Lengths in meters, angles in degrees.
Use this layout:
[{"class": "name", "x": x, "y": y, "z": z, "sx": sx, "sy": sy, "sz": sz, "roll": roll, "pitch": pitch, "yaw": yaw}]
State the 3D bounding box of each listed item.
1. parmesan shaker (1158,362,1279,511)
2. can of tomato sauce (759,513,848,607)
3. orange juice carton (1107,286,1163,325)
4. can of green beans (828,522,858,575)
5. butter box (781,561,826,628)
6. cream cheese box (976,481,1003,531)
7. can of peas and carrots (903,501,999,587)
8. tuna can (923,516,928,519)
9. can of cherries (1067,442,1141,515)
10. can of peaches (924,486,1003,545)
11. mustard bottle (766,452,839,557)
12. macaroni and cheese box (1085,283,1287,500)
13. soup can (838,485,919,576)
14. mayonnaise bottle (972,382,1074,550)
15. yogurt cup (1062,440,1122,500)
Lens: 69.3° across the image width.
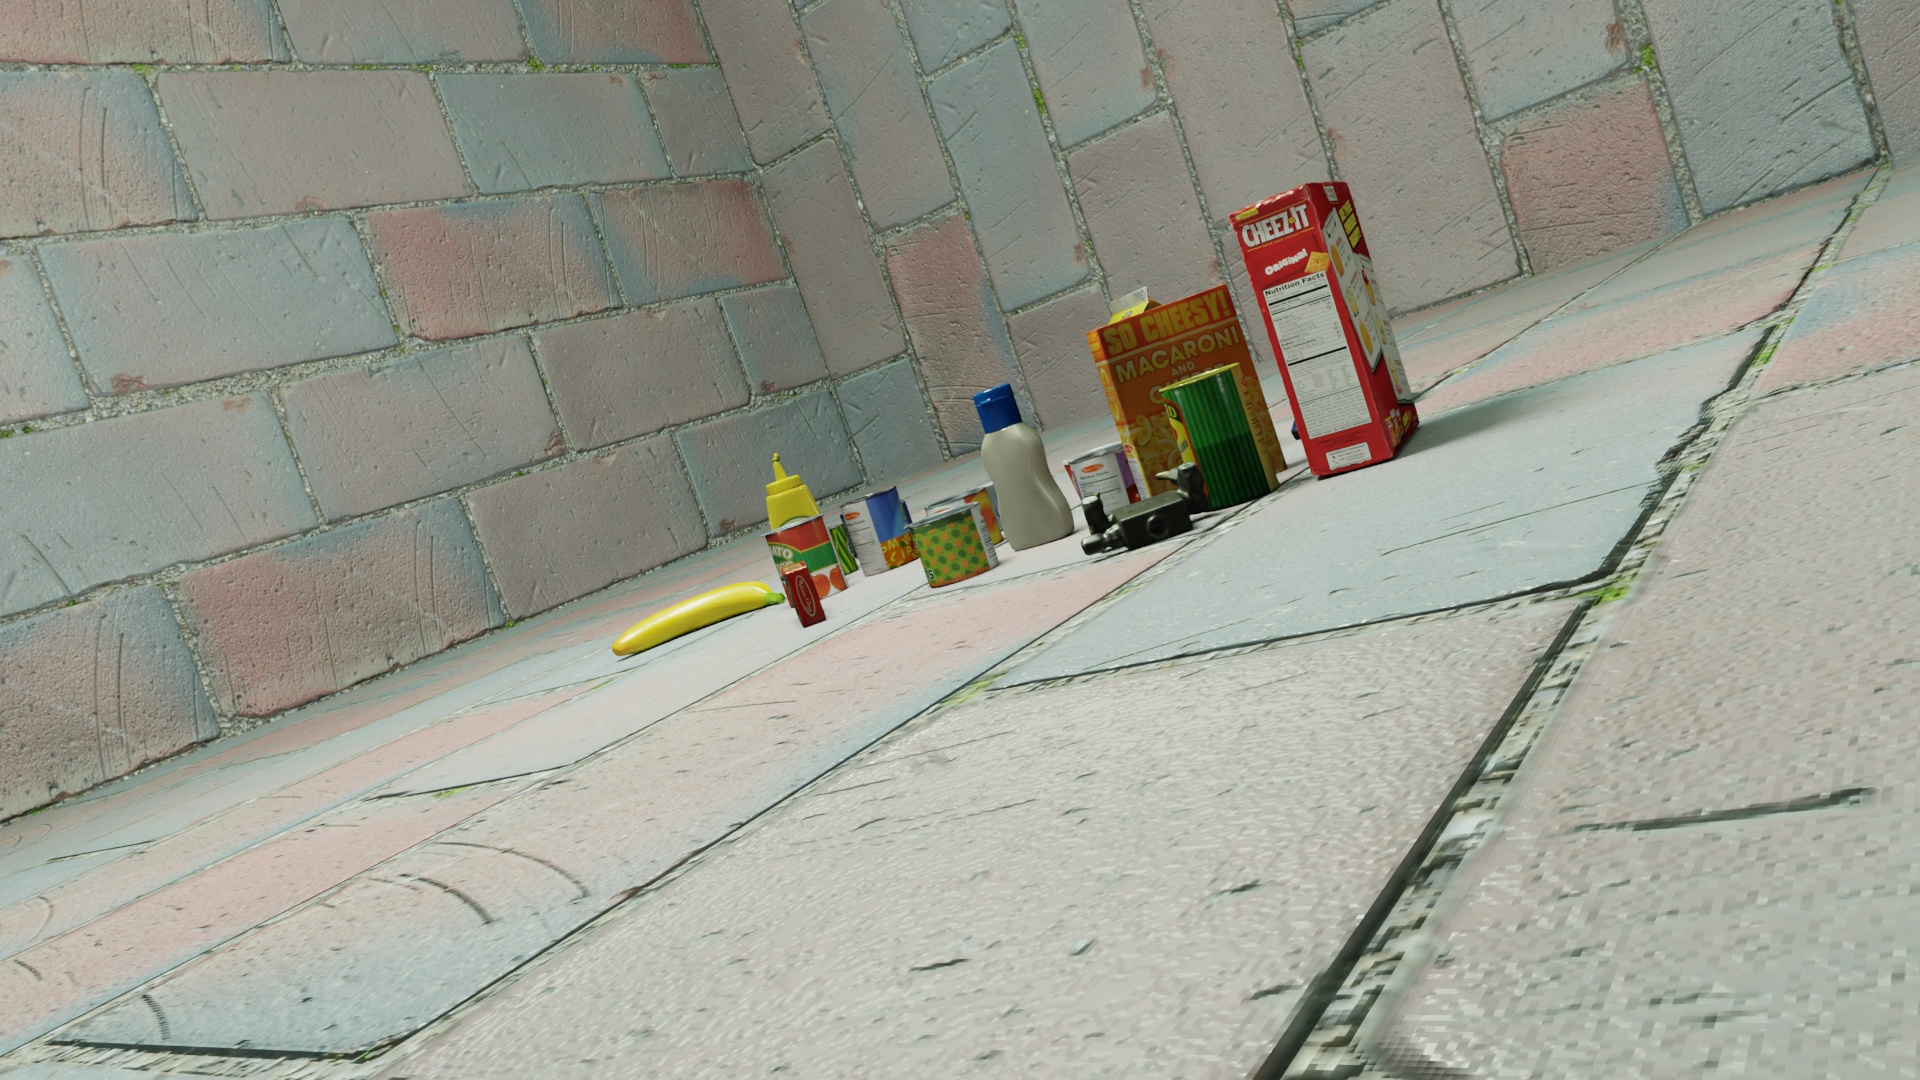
[{"class": "parmesan shaker", "x": 0.204, "y": -0.080, "z": 1.092, "sx": 0.071, "sy": 0.103, "sz": 0.071, "roll": -19, "pitch": 5, "yaw": 2}, {"class": "can of tomato sauce", "x": -0.164, "y": 0.022, "z": 1.465, "sx": 0.071, "sy": 0.083, "sz": 0.071, "roll": -19, "pitch": 5, "yaw": 2}, {"class": "orange juice carton", "x": 0.197, "y": -0.154, "z": 1.384, "sx": 0.073, "sy": 0.192, "sz": 0.071, "roll": -21, "pitch": 5, "yaw": -23}, {"class": "can of green beans", "x": -0.160, "y": 0.017, "z": 1.635, "sx": 0.071, "sy": 0.057, "sz": 0.071, "roll": -19, "pitch": 5, "yaw": 2}, {"class": "butter box", "x": -0.147, "y": 0.049, "z": 1.295, "sx": 0.024, "sy": 0.053, "sz": 0.103, "roll": -20, "pitch": 5, "yaw": -8}, {"class": "cream cheese box", "x": 0.060, "y": -0.047, "z": 1.532, "sx": 0.104, "sy": 0.053, "sz": 0.024, "roll": -24, "pitch": 6, "yaw": -41}, {"class": "can of peas and carrots", "x": -0.008, "y": 0.004, "z": 1.221, "sx": 0.071, "sy": 0.058, "sz": 0.071, "roll": -19, "pitch": 5, "yaw": 2}, {"class": "tuna can", "x": -0.009, "y": -0.021, "z": 1.626, "sx": 0.071, "sy": 0.033, "sz": 0.071, "roll": -19, "pitch": 5, "yaw": 2}, {"class": "can of cherries", "x": 0.144, "y": -0.059, "z": 1.325, "sx": 0.071, "sy": 0.058, "sz": 0.071, "roll": -19, "pitch": 5, "yaw": 2}, {"class": "can of peaches", "x": 0.005, "y": -0.018, "z": 1.405, "sx": 0.071, "sy": 0.058, "sz": 0.071, "roll": -19, "pitch": 5, "yaw": 2}, {"class": "mustard bottle", "x": -0.182, "y": -0.019, "z": 1.535, "sx": 0.065, "sy": 0.160, "sz": 0.049, "roll": -20, "pitch": 5, "yaw": -3}, {"class": "macaroni and cheese box", "x": 0.192, "y": -0.119, "z": 1.185, "sx": 0.124, "sy": 0.166, "sz": 0.040, "roll": -20, "pitch": 5, "yaw": -8}, {"class": "soup can", "x": -0.086, "y": -0.011, "z": 1.525, "sx": 0.071, "sy": 0.083, "sz": 0.071, "roll": -19, "pitch": 5, "yaw": 2}, {"class": "mayonnaise bottle", "x": 0.052, "y": -0.068, "z": 1.262, "sx": 0.064, "sy": 0.148, "sz": 0.041, "roll": -16, "pitch": 6, "yaw": 31}, {"class": "yogurt cup", "x": 0.145, "y": -0.068, "z": 1.441, "sx": 0.072, "sy": 0.054, "sz": 0.072, "roll": -19, "pitch": 5, "yaw": 2}]
